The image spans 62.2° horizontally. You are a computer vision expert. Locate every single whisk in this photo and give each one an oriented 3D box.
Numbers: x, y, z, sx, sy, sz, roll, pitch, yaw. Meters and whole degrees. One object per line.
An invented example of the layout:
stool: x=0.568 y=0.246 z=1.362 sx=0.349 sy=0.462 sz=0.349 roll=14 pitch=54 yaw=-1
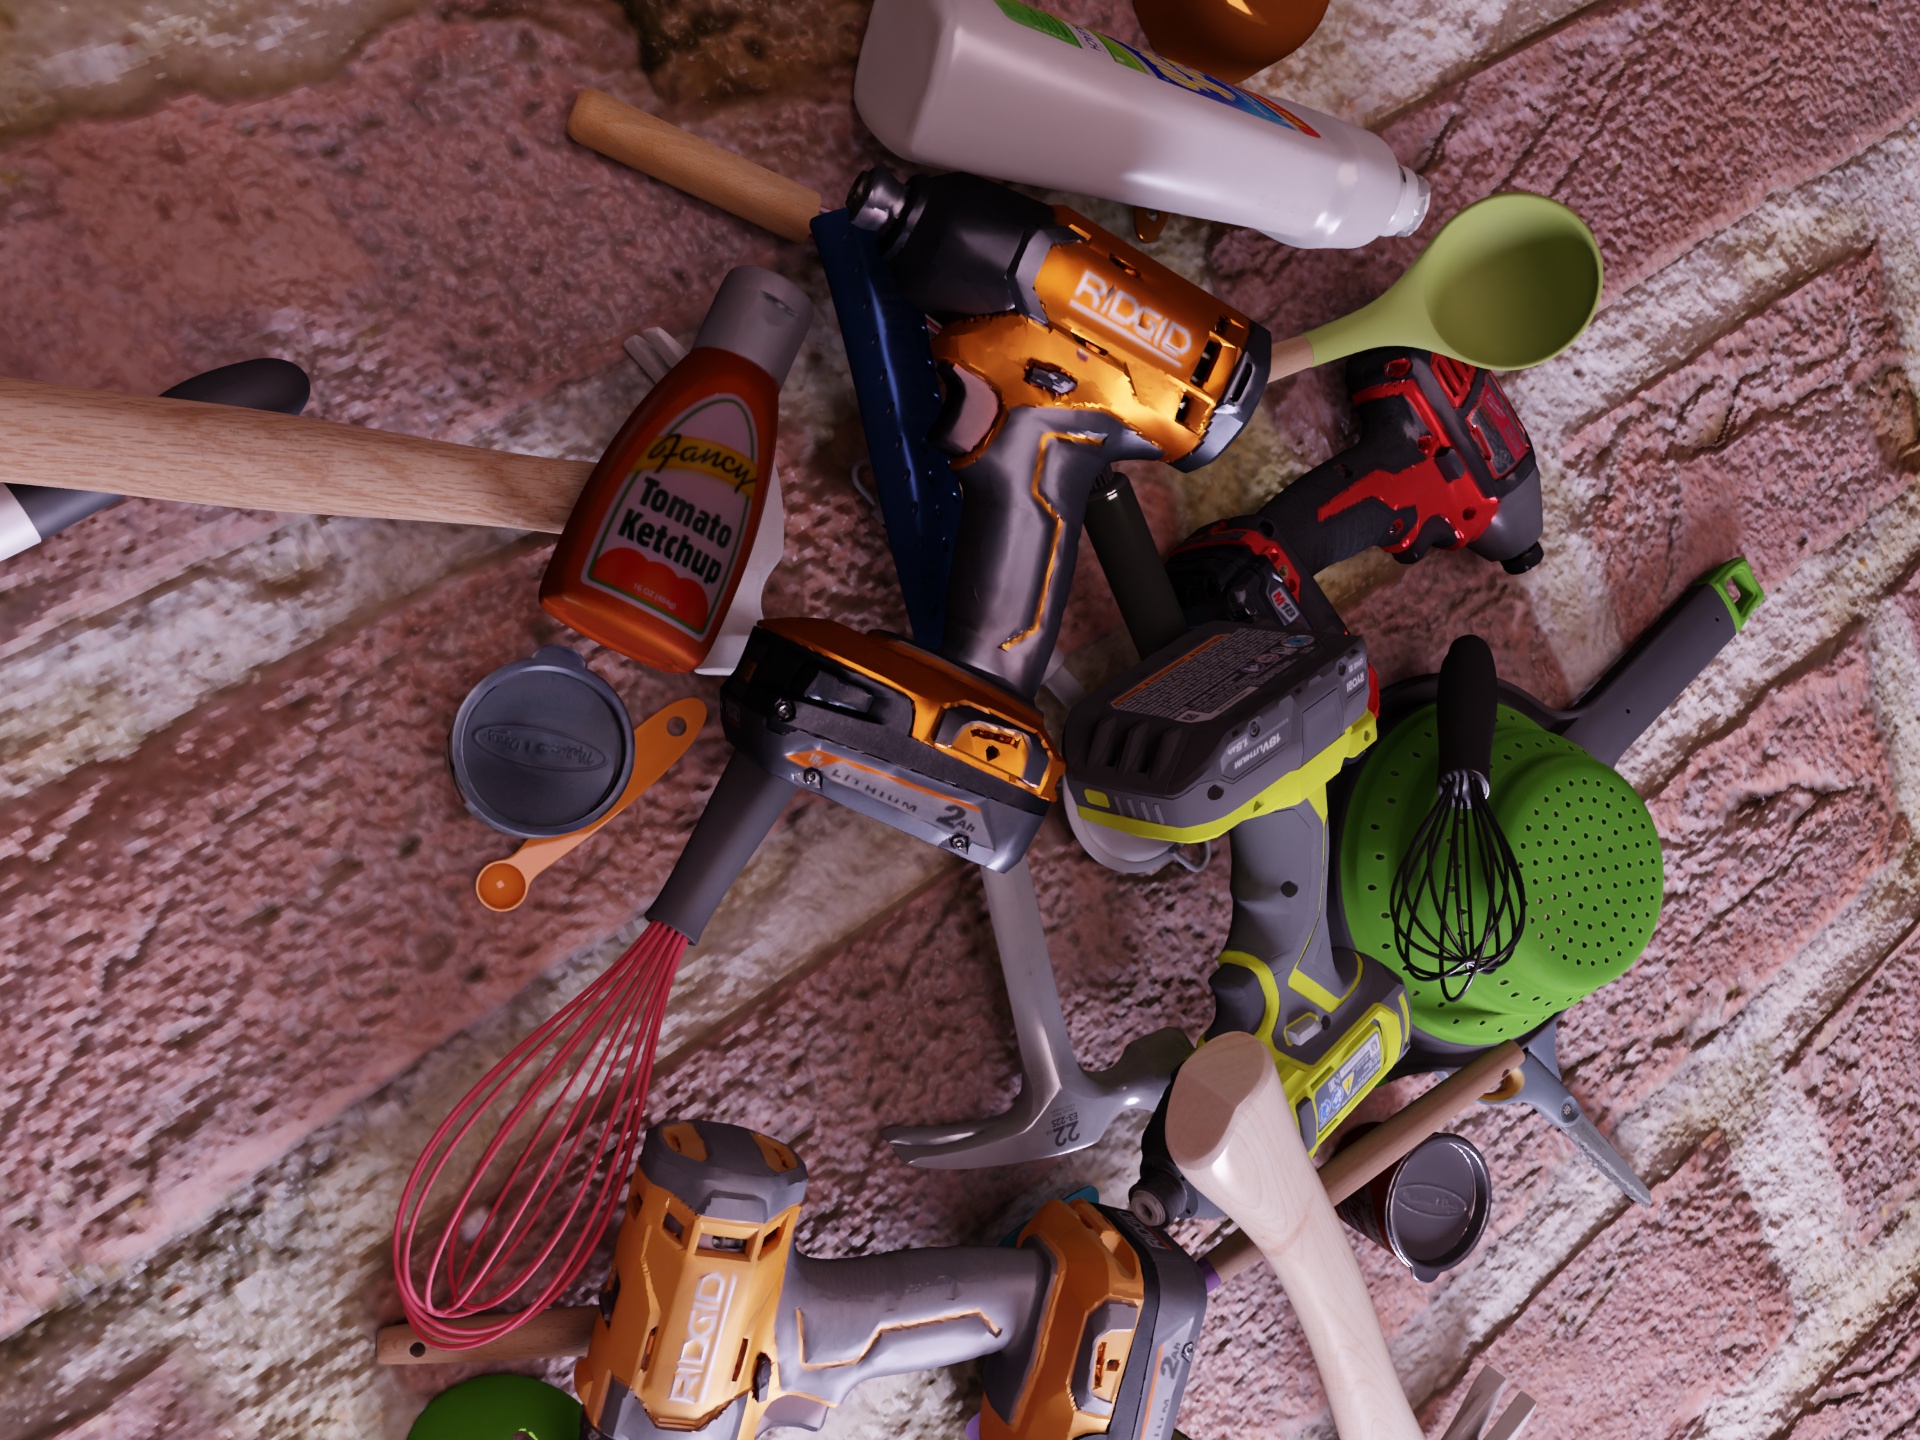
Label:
whisk: x=0.223 y=0.032 z=0.707 sx=0.055 sy=0.055 sz=0.239 roll=50 pitch=35 yaw=-20
whisk: x=-0.042 y=-0.194 z=0.652 sx=0.244 sy=0.051 sz=0.047 roll=19 pitch=89 yaw=-24
whisk: x=0.056 y=-0.105 z=0.664 sx=0.059 sy=0.058 sz=0.246 roll=-47 pitch=121 yaw=-38
whisk: x=-0.334 y=-0.048 z=0.497 sx=0.284 sy=0.070 sz=0.070 roll=-37 pitch=107 yaw=-27
whisk: x=-0.122 y=0.097 z=0.609 sx=0.073 sy=0.073 sz=0.296 roll=38 pitch=69 yaw=-23

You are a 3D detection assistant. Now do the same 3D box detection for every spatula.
spatula: x=0.137 y=0.241 z=0.736 sx=0.316 sy=0.018 sz=0.059 roll=-32 pitch=135 yaw=-12
spatula: x=-0.074 y=0.244 z=0.658 sx=0.317 sy=0.044 sz=0.082 roll=5 pitch=91 yaw=-23

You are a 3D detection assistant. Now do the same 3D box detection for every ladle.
ladle: x=0.133 y=-0.155 z=0.697 sx=0.320 sy=0.062 sz=0.078 roll=-21 pitch=103 yaw=-10

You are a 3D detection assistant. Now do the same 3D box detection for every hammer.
hammer: x=0.173 y=0.261 z=0.695 sx=0.146 sy=0.038 sz=0.410 roll=-41 pitch=131 yaw=-18
hammer: x=-0.001 y=-0.002 z=0.653 sx=0.144 sy=0.035 sz=0.405 roll=-18 pitch=105 yaw=-19
hammer: x=-0.207 y=-0.088 z=0.545 sx=0.331 sy=0.031 sz=0.130 roll=2 pitch=88 yaw=-38

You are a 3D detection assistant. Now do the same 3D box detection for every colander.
colander: x=0.331 y=0.027 z=0.814 sx=0.397 sy=0.094 sz=0.204 roll=-39 pitch=102 yaw=-23

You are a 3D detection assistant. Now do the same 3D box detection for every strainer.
strainer: x=0.042 y=-0.019 z=0.702 sx=0.258 sy=0.050 sz=0.087 roll=45 pitch=69 yaw=-18

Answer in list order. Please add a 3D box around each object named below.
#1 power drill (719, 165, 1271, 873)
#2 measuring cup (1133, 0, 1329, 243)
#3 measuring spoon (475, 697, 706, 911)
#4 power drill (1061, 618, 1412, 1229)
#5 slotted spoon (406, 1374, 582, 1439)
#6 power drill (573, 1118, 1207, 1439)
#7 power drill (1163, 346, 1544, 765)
power drill: x=-0.002 y=-0.077 z=0.574 sx=0.164 sy=0.084 sz=0.226 roll=25 pitch=89 yaw=-21
measuring cup: x=0.117 y=-0.303 z=0.724 sx=0.095 sy=0.052 sz=0.174 roll=19 pitch=82 yaw=-27
measuring spoon: x=-0.143 y=0.031 z=0.624 sx=0.021 sy=0.011 sz=0.117 roll=49 pitch=67 yaw=-10
power drill: x=0.115 y=0.086 z=0.653 sx=0.171 sy=0.080 sz=0.223 roll=-30 pitch=118 yaw=-39
slotted spoon: x=-0.089 y=0.357 z=0.651 sx=0.313 sy=0.031 sz=0.070 roll=40 pitch=73 yaw=-24
power drill: x=-0.035 y=0.261 z=0.610 sx=0.226 sy=0.084 sz=0.185 roll=15 pitch=92 yaw=-20
power drill: x=0.197 y=-0.082 z=0.762 sx=0.220 sy=0.078 sz=0.143 roll=-45 pitch=110 yaw=-23
